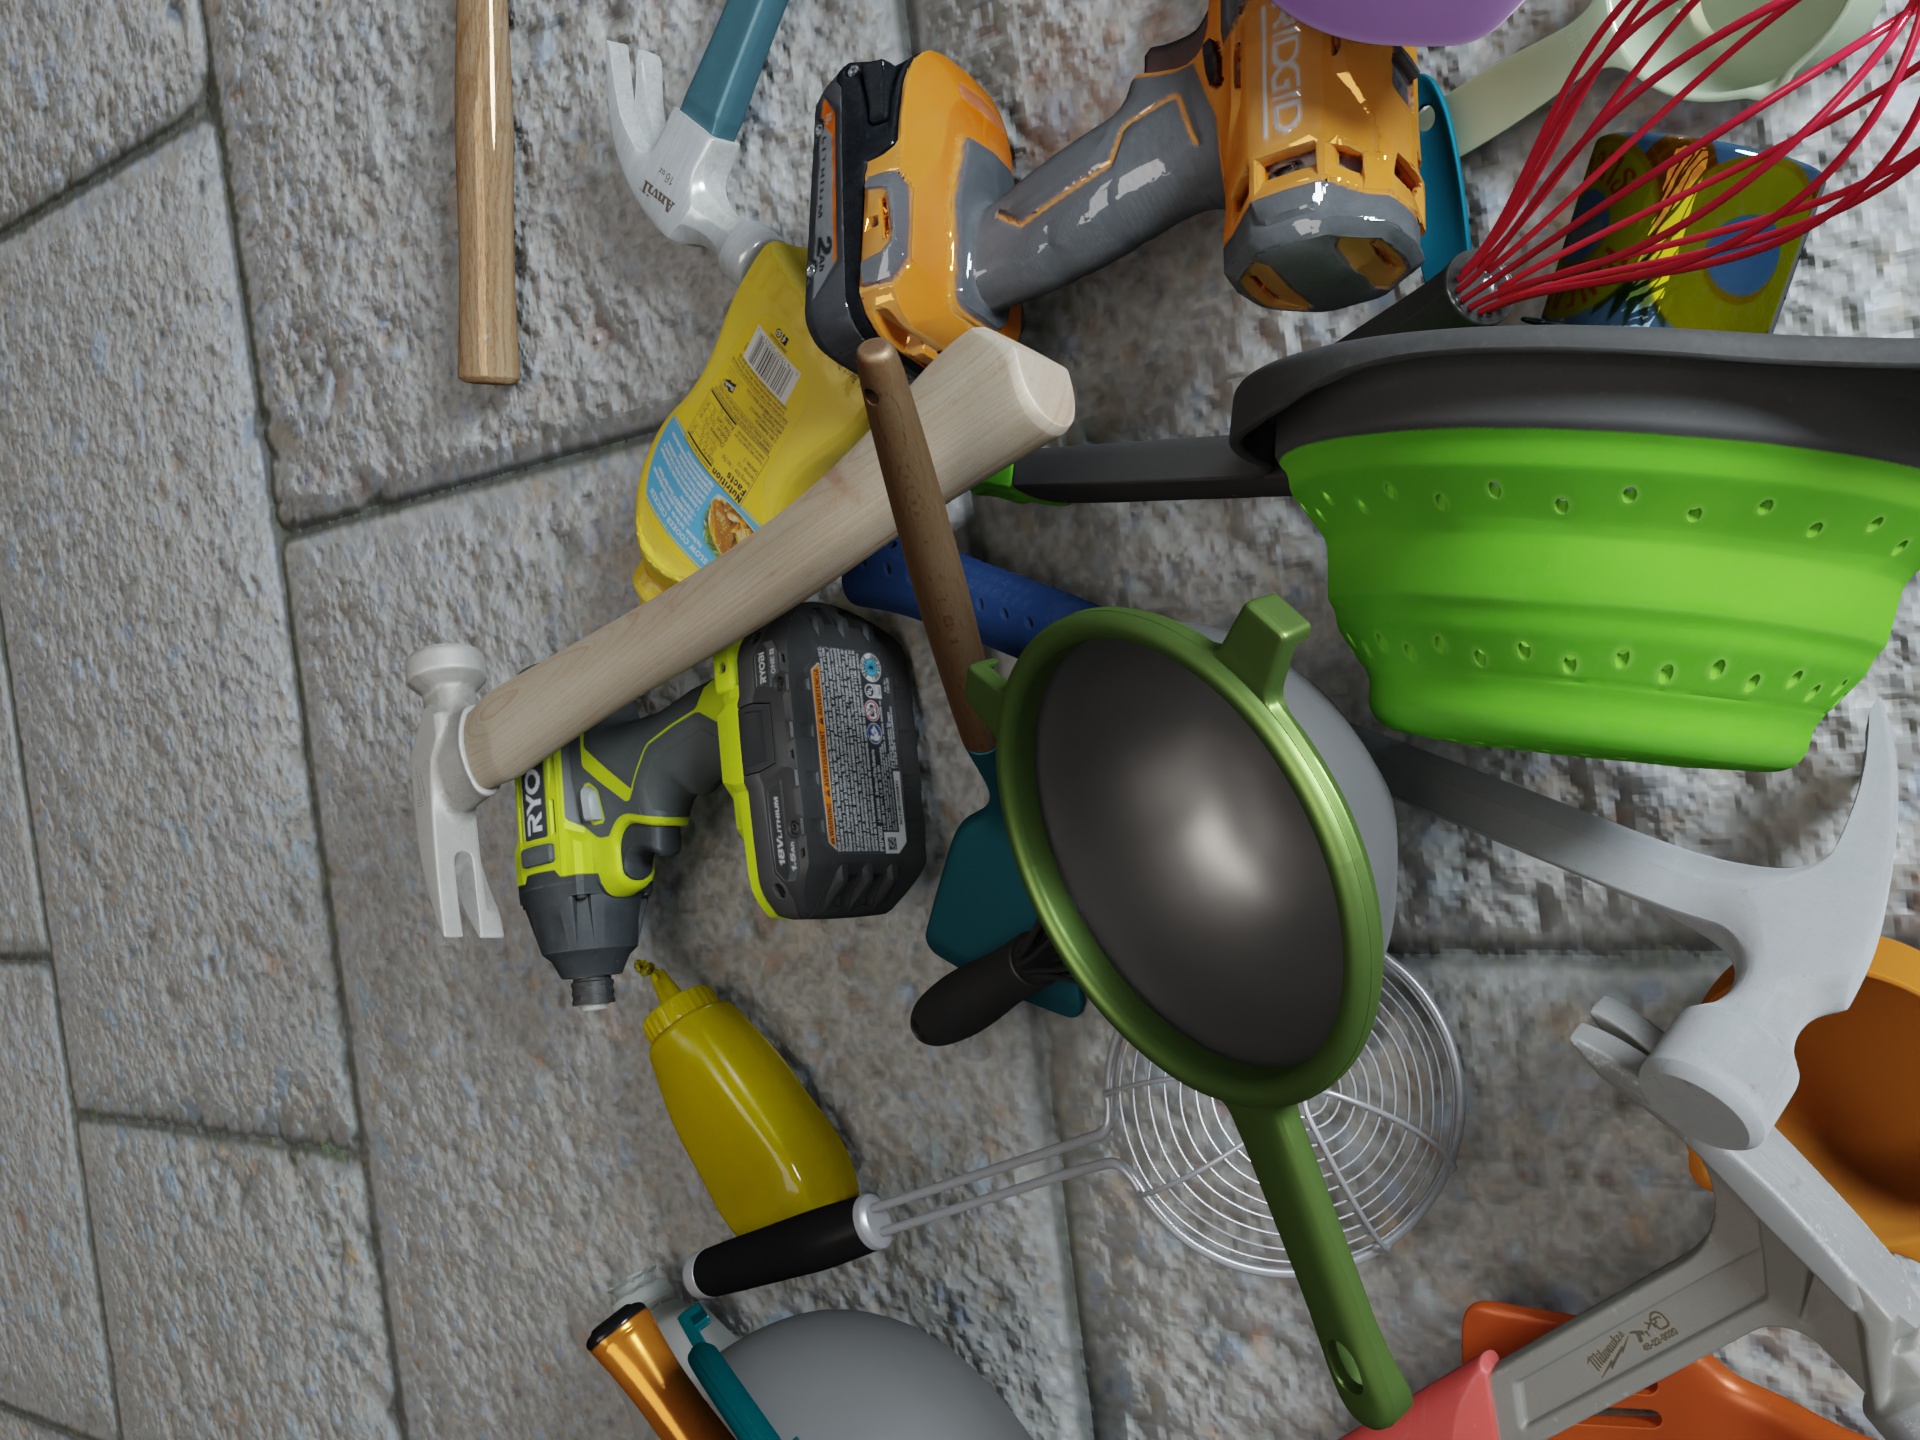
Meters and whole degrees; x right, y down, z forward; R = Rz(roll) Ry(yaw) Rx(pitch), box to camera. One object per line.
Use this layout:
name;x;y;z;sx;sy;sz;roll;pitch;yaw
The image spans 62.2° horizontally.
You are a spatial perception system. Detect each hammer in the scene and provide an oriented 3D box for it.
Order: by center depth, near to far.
hammer;0.155;0.247;0.554;0.149;0.036;0.359;49;130;16
hammer;0.109;-0.005;0.561;0.406;0.144;0.035;25;151;40
hammer;-0.113;-0.031;0.659;0.410;0.038;0.146;-27;67;38
hammer;-0.063;-0.360;0.676;0.128;0.033;0.331;42;118;24
hammer;-0.055;0.398;0.689;0.337;0.034;0.127;50;161;12
hammer;-0.247;-0.341;0.815;0.130;0.031;0.331;8;101;35

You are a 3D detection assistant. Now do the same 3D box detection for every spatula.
spatula;0.306;0.234;0.459;0.323;0.041;0.081;-1;104;45
spatula;0.063;-0.287;0.533;0.060;0.018;0.316;-45;54;0
spatula;-0.001;-0.002;0.591;0.082;0.044;0.317;21;147;30

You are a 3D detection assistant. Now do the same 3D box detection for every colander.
colander;0.125;-0.045;0.496;0.397;0.204;0.094;9;93;54

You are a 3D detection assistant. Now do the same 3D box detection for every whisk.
whisk;0.157;-0.130;0.447;0.296;0.073;0.073;150;105;-72
whisk;0.031;0.095;0.618;0.055;0.055;0.239;64;149;11

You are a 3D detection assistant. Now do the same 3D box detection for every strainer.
strainer;0.099;0.079;0.469;0.151;0.069;0.256;-11;102;59
strainer;0.018;0.375;0.676;0.340;0.095;0.211;56;161;-9

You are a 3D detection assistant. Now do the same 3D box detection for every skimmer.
skimmer;0.025;0.186;0.650;0.363;0.090;0.127;-30;72;37

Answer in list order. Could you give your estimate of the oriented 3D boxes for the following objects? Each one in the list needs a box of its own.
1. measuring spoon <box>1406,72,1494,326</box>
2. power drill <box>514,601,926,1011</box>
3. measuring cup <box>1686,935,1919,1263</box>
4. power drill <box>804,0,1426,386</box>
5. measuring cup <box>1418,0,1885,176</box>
measuring spoon;0.169;-0.154;0.537;0.042;0.021;0.128;-10;90;49
power drill;-0.125;0.042;0.739;0.223;0.080;0.171;-14;78;39
measuring cup;0.291;0.139;0.470;0.174;0.052;0.095;52;123;10
power drill;0.054;-0.222;0.572;0.226;0.084;0.185;-7;76;36
measuring cup;0.207;-0.212;0.500;0.167;0.038;0.083;-18;89;53
